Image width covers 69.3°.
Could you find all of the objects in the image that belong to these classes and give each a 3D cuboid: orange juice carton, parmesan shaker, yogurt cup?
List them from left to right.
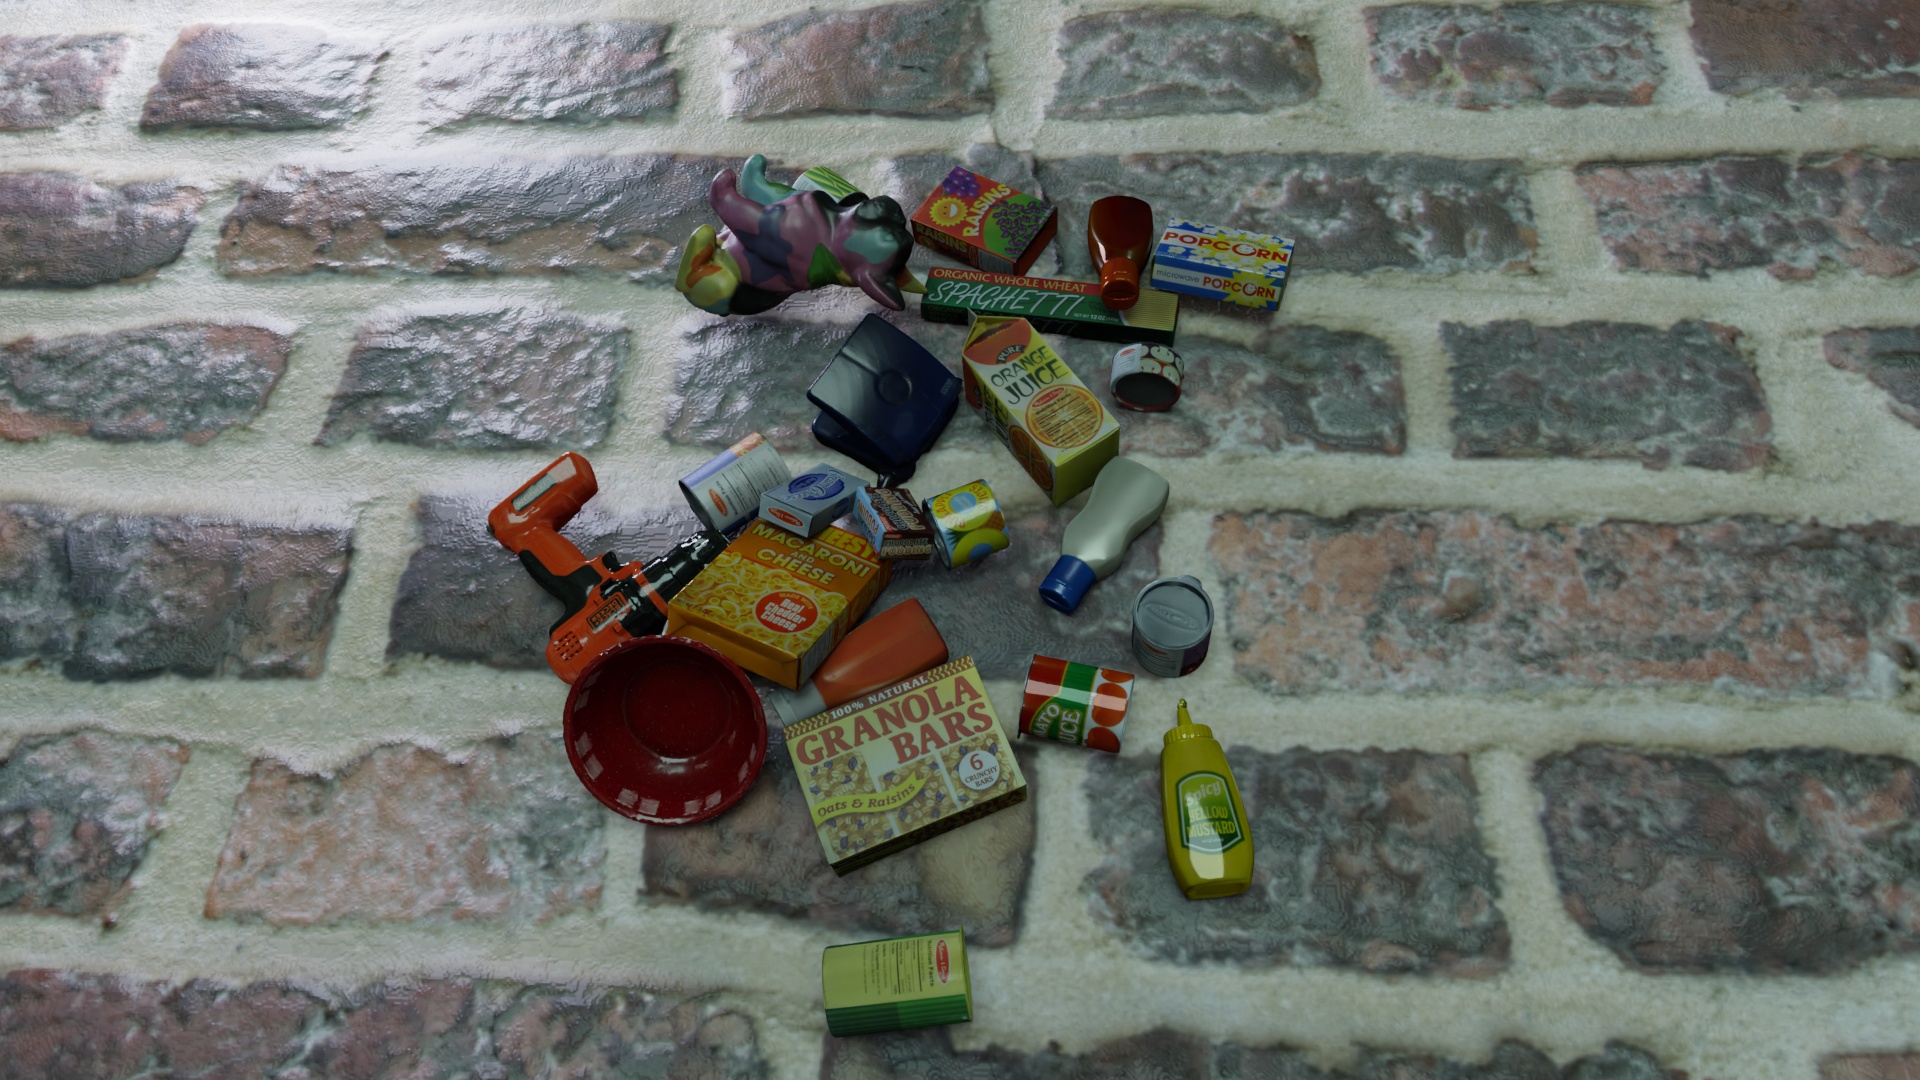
[{"bbox_3d":[-0.222,0.096,1.170,0.054,0.072,0.073,13,62,3],"label":"yogurt cup"},{"bbox_3d":[-0.046,0.324,1.023,0.103,0.071,0.071,-7,60,1],"label":"parmesan shaker"},{"bbox_3d":[0.061,-0.132,1.273,0.073,0.071,0.193,-31,63,-13],"label":"orange juice carton"}]

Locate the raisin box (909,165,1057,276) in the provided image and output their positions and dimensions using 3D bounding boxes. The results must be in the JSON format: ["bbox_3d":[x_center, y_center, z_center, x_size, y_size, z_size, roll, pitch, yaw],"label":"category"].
[{"bbox_3d":[0.024,-0.319,1.403,0.123,0.040,0.086,27,66,19],"label":"raisin box"}]

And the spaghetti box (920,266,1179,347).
[{"bbox_3d":[0.085,-0.228,1.351,0.250,0.028,0.050,8,60,9],"label":"spaghetti box"}]

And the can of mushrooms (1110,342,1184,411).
[{"bbox_3d":[0.173,-0.149,1.279,0.071,0.070,0.033,5,61,8],"label":"can of mushrooms"}]

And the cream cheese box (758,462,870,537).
[{"bbox_3d":[-0.128,-0.037,1.229,0.053,0.024,0.104,23,27,18],"label":"cream cheese box"}]

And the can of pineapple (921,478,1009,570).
[{"bbox_3d":[0.004,-0.015,1.211,0.058,0.070,0.071,-21,61,-8],"label":"can of pineapple"}]

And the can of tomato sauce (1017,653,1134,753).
[{"bbox_3d":[0.093,0.133,1.120,0.083,0.071,0.071,11,62,10],"label":"can of tomato sauce"}]

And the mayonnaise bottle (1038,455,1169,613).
[{"bbox_3d":[0.122,-0.004,1.213,0.065,0.041,0.148,29,67,20],"label":"mayonnaise bottle"}]

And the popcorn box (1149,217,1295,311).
[{"bbox_3d":[0.253,-0.268,1.341,0.127,0.038,0.085,14,39,12],"label":"popcorn box"}]

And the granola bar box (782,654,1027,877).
[{"bbox_3d":[-0.045,0.180,1.120,0.166,0.039,0.124,-21,61,-7],"label":"granola bar box"}]

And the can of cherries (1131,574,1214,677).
[{"bbox_3d":[0.177,0.071,1.155,0.071,0.058,0.072,-2,59,4],"label":"can of cherries"}]

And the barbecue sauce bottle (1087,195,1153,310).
[{"bbox_3d":[0.155,-0.279,1.344,0.065,0.043,0.149,3,43,4],"label":"barbecue sauce bottle"}]

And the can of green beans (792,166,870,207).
[{"bbox_3d":[-0.134,-0.338,1.411,0.058,0.071,0.071,39,70,23],"label":"can of green beans"}]

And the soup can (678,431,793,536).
[{"bbox_3d":[-0.202,-0.049,1.251,0.084,0.071,0.071,-35,64,-16],"label":"soup can"}]

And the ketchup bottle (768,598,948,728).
[{"bbox_3d":[-0.087,0.108,1.162,0.149,0.043,0.065,-28,61,-11],"label":"ketchup bottle"}]

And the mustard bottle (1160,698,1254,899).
[{"bbox_3d":[0.186,0.196,1.087,0.065,0.048,0.161,-7,60,-2],"label":"mustard bottle"}]

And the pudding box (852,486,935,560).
[{"bbox_3d":[-0.059,-0.015,1.213,0.050,0.030,0.084,2,29,-22],"label":"pudding box"}]

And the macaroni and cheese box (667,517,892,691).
[{"bbox_3d":[-0.148,0.043,1.169,0.124,0.040,0.167,21,38,15],"label":"macaroni and cheese box"}]
